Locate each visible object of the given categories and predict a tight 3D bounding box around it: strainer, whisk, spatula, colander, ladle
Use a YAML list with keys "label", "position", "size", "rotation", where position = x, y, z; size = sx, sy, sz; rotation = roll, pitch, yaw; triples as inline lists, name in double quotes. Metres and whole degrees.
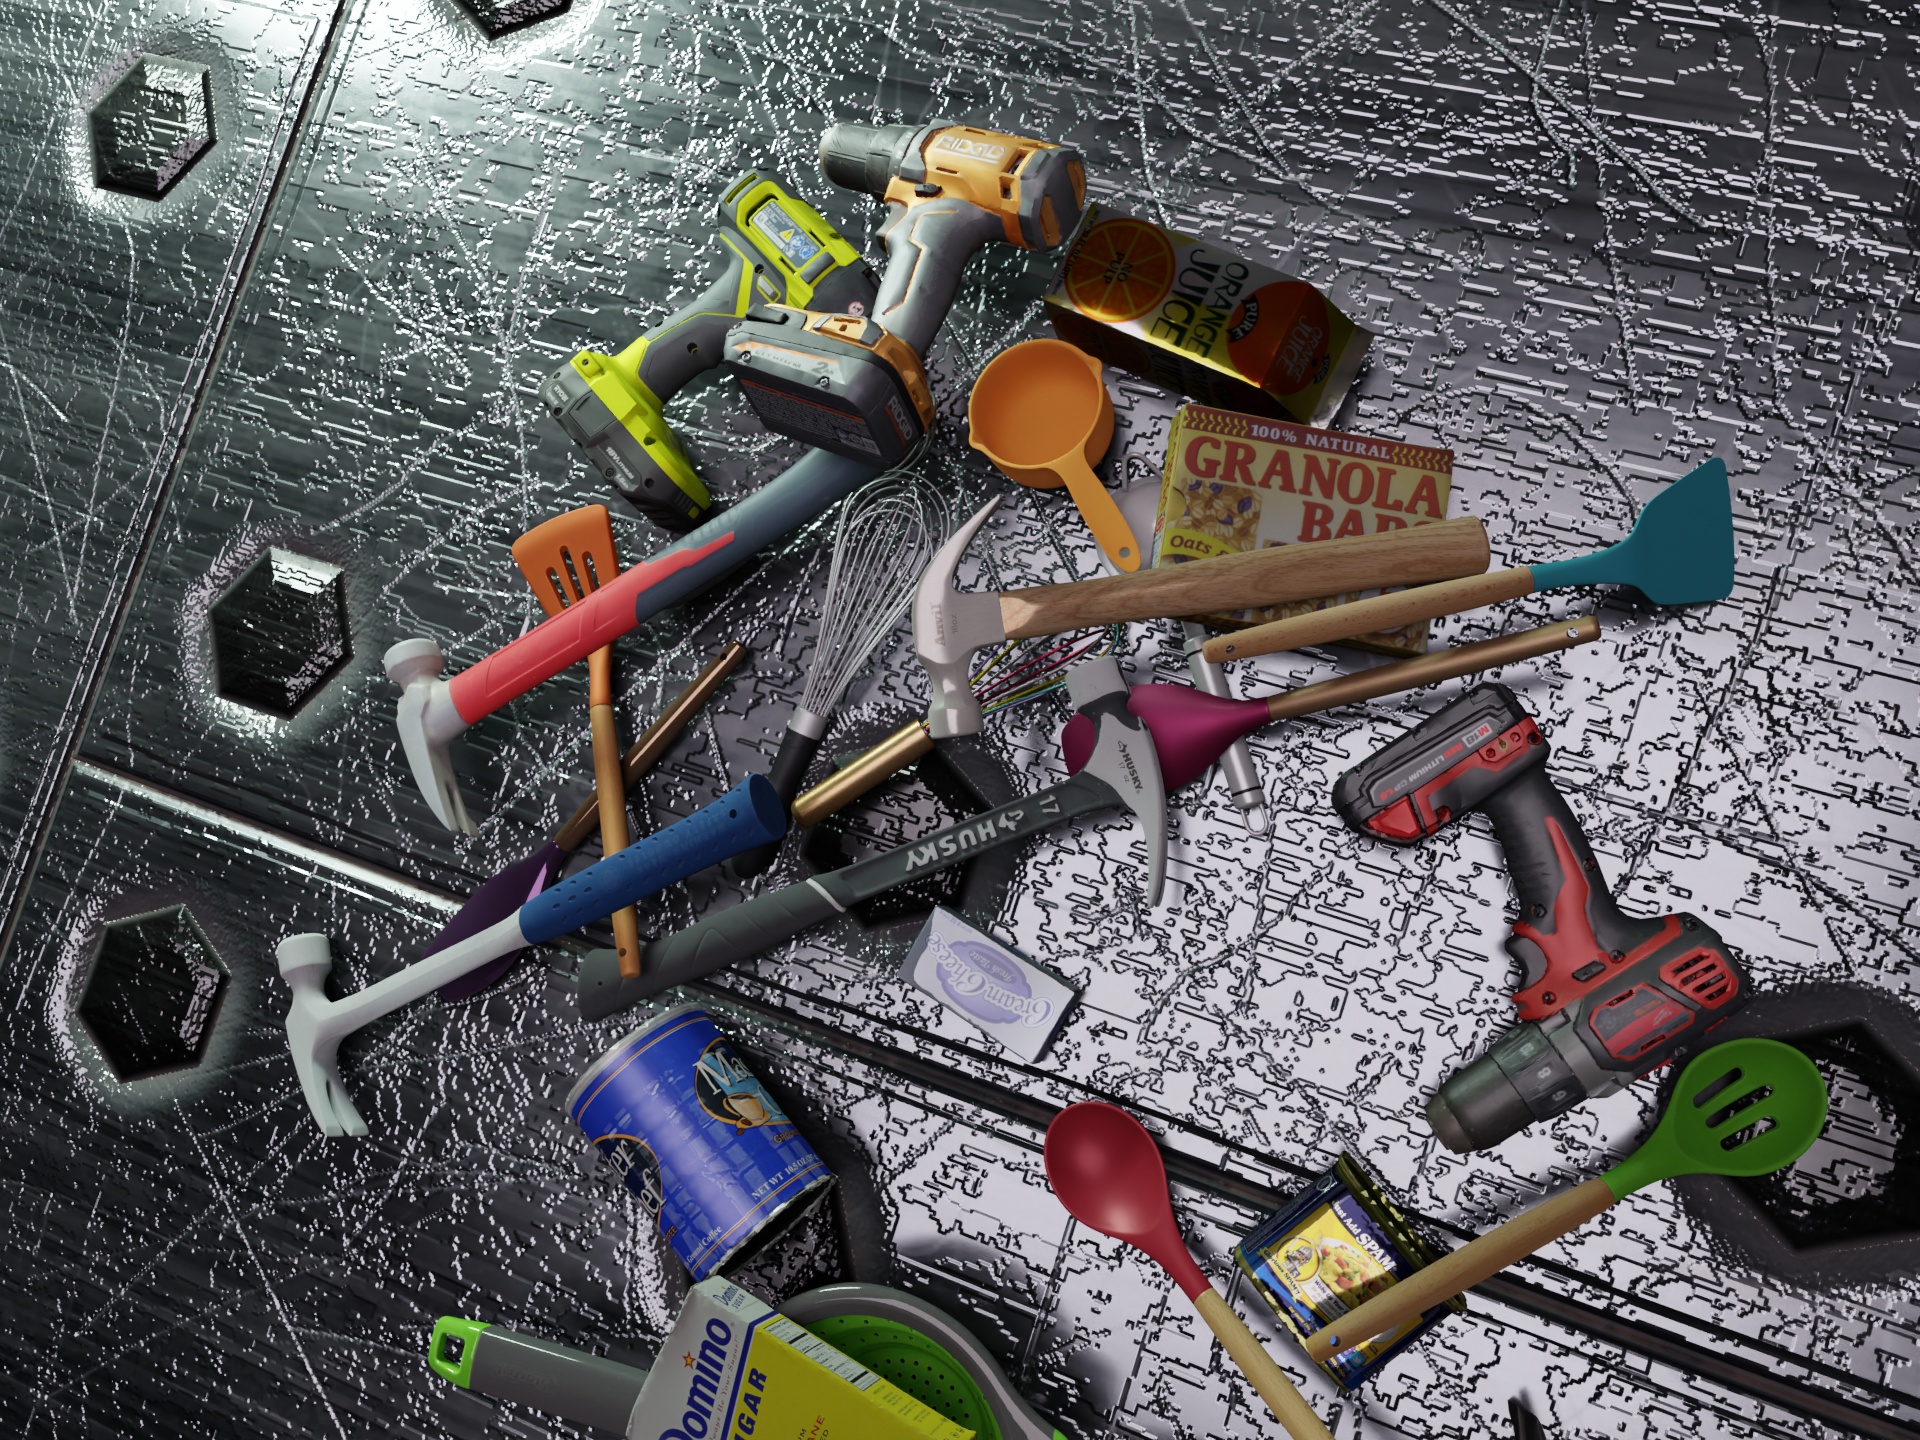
- label: "strainer"
  position: [0.146, -0.054, 0.978]
  size: [0.087, 0.050, 0.258]
  rotation: [-16, 81, -3]
- label: "whisk"
  position: [-0.112, -0.145, 1.056]
  size: [0.239, 0.055, 0.055]
  rotation: [-33, 75, 12]
- label: "whisk"
  position: [0.000, -0.002, 1.000]
  size: [0.245, 0.047, 0.051]
  rotation: [-33, 70, 6]
- label: "spatula"
  position: [-0.241, 0.012, 1.050]
  size: [0.081, 0.041, 0.323]
  rotation: [-20, 66, 18]
- label: "spatula"
  position: [-0.250, 0.067, 1.071]
  size: [0.316, 0.018, 0.060]
  rotation: [-48, 66, 4]
- label: "whisk"
  position: [-0.086, -0.028, 1.028]
  size: [0.070, 0.070, 0.284]
  rotation: [25, 92, 17]
- label: "colander"
  position: [-0.124, 0.413, 0.944]
  size: [0.397, 0.094, 0.204]
  rotation: [10, 84, 16]
- label: "ladle"
  position: [0.151, 0.337, 0.874]
  size: [0.069, 0.031, 0.316]
  rotation: [-48, 54, 9]
- label: "spatula"
  position: [0.289, -0.073, 0.891]
  size: [0.317, 0.044, 0.082]
  rotation: [-12, 106, 0]

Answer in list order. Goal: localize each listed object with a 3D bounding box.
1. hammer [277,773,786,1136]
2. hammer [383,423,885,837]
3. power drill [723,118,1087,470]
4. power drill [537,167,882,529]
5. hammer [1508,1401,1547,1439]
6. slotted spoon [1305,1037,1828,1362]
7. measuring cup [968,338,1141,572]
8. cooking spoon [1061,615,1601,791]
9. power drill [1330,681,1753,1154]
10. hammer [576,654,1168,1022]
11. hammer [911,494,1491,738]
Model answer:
- label: "hammer"
  position: [-0.281, 0.140, 1.011]
  size: [0.405, 0.035, 0.144]
  rotation: [-26, 68, 21]
- label: "hammer"
  position: [-0.199, -0.070, 1.023]
  size: [0.386, 0.038, 0.143]
  rotation: [-29, 69, 12]
- label: "power drill"
  position: [-0.052, -0.278, 0.975]
  size: [0.185, 0.084, 0.226]
  rotation: [23, 71, 28]
- label: "power drill"
  position: [-0.155, -0.241, 1.066]
  size: [0.223, 0.080, 0.171]
  rotation: [-42, 73, 2]
- label: "hammer"
  position: [0.155, 0.435, 0.841]
  size: [0.337, 0.034, 0.127]
  rotation: [1, 81, -7]
- label: "slotted spoon"
  position: [0.322, 0.261, 0.851]
  size: [0.314, 0.031, 0.070]
  rotation: [-26, 75, -7]
- label: "measuring cup"
  position: [0.073, -0.157, 0.998]
  size: [0.095, 0.052, 0.174]
  rotation: [-31, 70, 9]
- label: "cooking spoon"
  position: [0.205, -0.013, 0.924]
  size: [0.319, 0.017, 0.069]
  rotation: [-15, 88, 24]
- label: "power drill"
  position: [0.299, 0.113, 0.894]
  size: [0.188, 0.080, 0.227]
  rotation: [-35, 78, 7]
- label: "hammer"
  position: [-0.063, 0.106, 0.984]
  size: [0.409, 0.036, 0.149]
  rotation: [-23, 78, 15]
- label: "hammer"
  position: [0.136, -0.078, 0.905]
  size: [0.331, 0.031, 0.130]
  rotation: [-9, 89, -2]
